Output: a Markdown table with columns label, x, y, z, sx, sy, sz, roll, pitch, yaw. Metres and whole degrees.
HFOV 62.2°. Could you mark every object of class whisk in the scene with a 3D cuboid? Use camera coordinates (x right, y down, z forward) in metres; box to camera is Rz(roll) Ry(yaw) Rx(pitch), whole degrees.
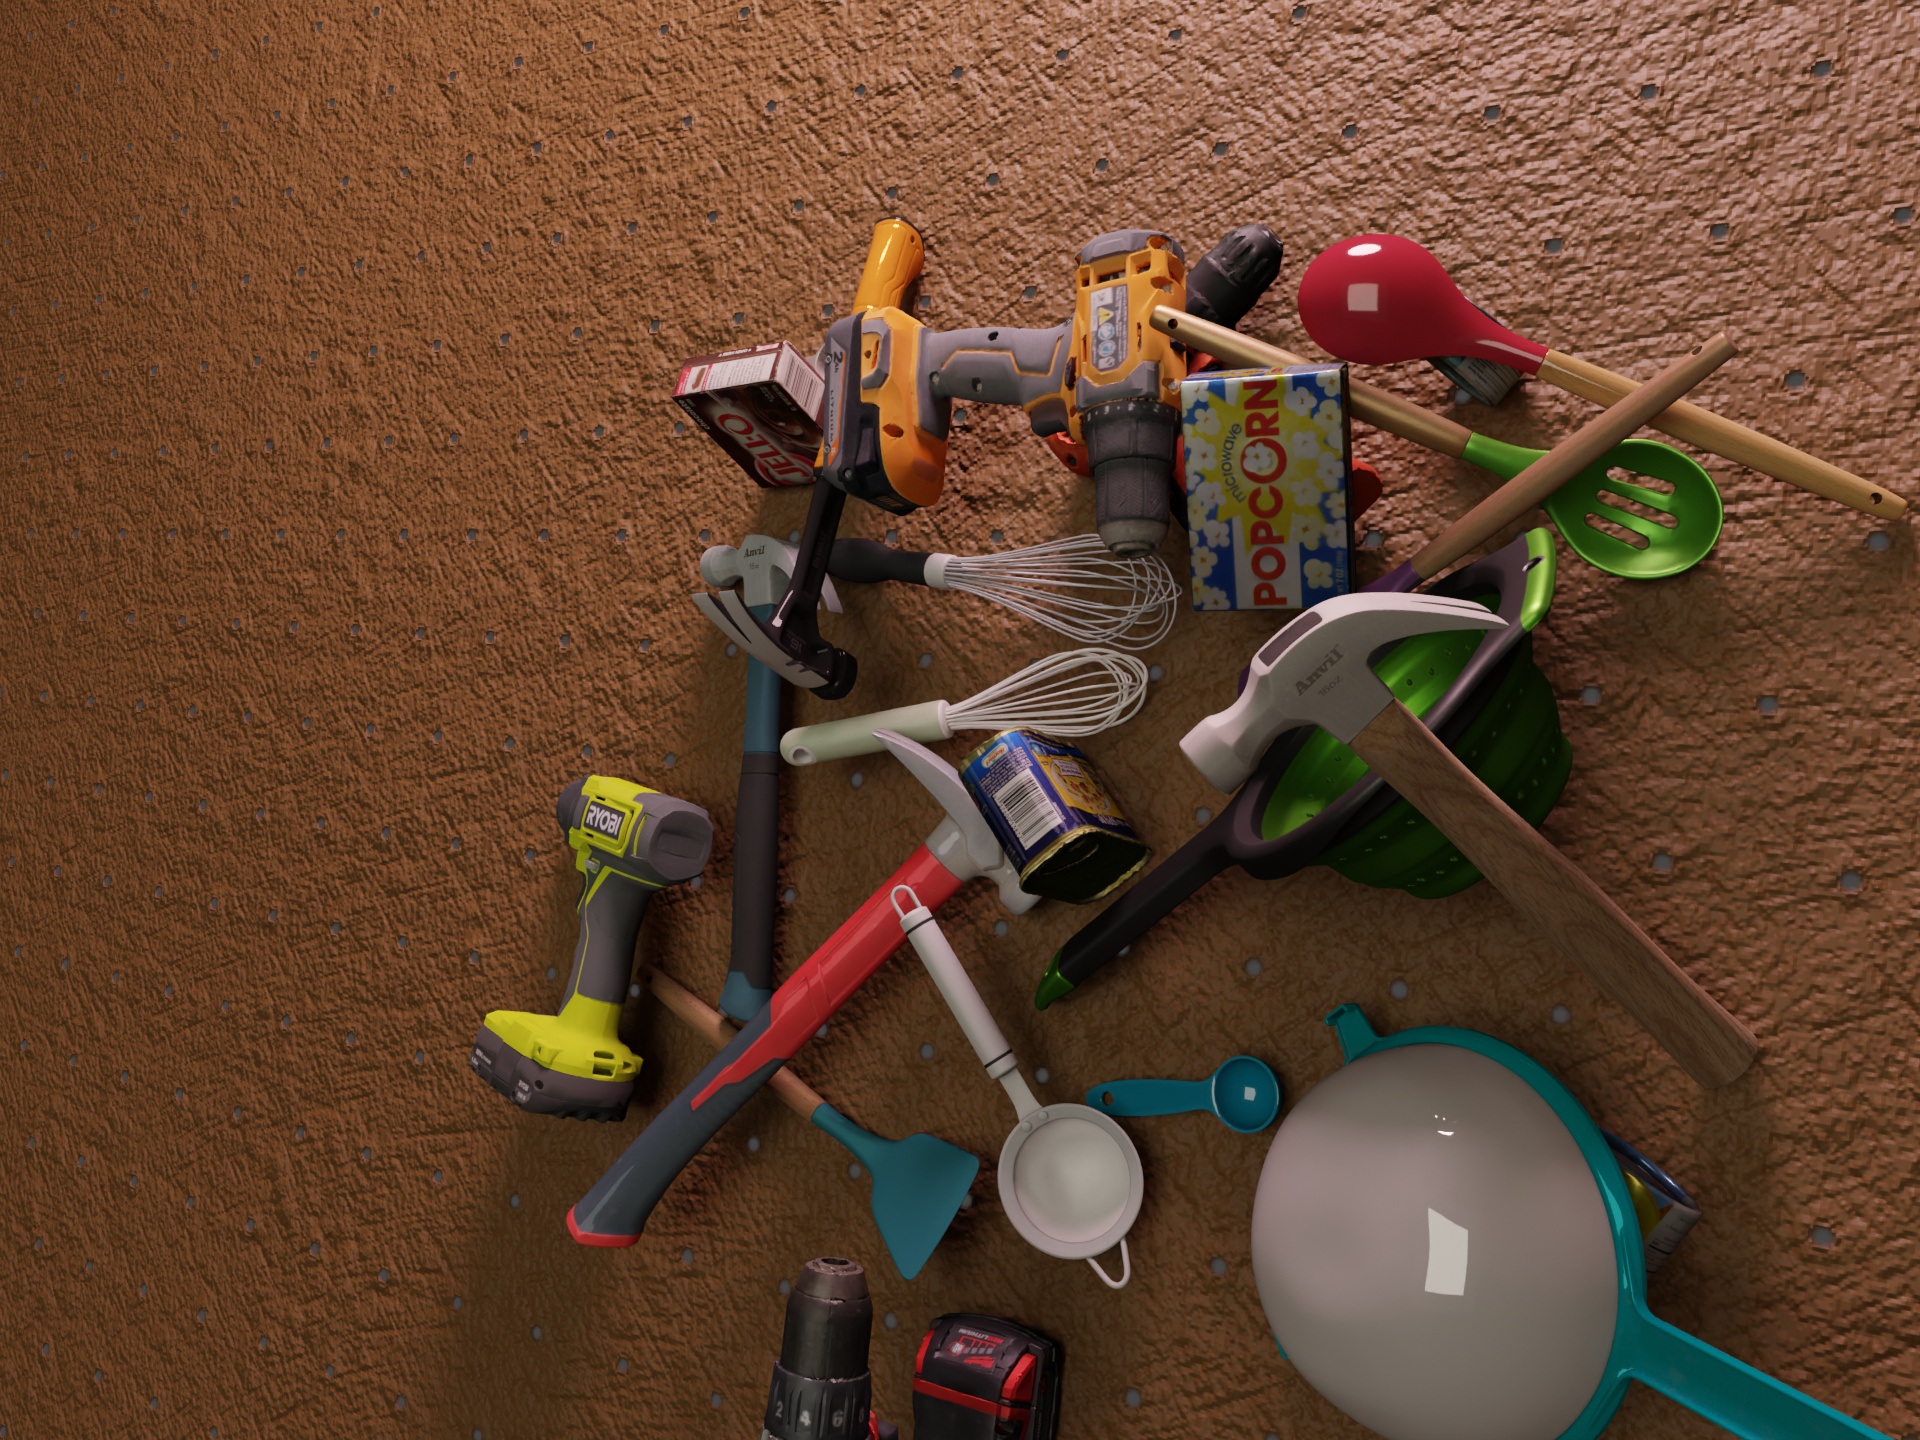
| label | x | y | z | sx | sy | sz | roll | pitch | yaw |
| --- | --- | --- | --- | --- | --- | --- | --- | --- | --- |
| whisk | -0.002 | -0.003 | 0.990 | 0.246 | 0.057 | 0.059 | -11 | 38 | 20 |
| whisk | 0.015 | -0.090 | 1.010 | 0.285 | 0.070 | 0.070 | 11 | 87 | 37 |

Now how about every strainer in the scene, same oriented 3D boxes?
| label | x | y | z | sx | sy | sz | roll | pitch | yaw |
| --- | --- | --- | --- | --- | --- | --- | --- | --- | --- |
| strainer | 0.238 | 0.260 | 0.703 | 0.340 | 0.095 | 0.211 | 14 | 96 | 59 |
| strainer | 0.030 | 0.206 | 0.927 | 0.087 | 0.050 | 0.258 | -34 | 79 | 13 |

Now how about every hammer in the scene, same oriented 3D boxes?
| label | x | y | z | sx | sy | sz | roll | pitch | yaw |
| --- | --- | --- | --- | --- | --- | --- | --- | --- | --- |
| hammer | -0.137 | 0.037 | 1.081 | 0.128 | 0.033 | 0.331 | -4 | 81 | 46 |
| hammer | -0.123 | 0.181 | 0.995 | 0.143 | 0.038 | 0.386 | 44 | 99 | 1 |
| hammer | 0.254 | 0.064 | 0.710 | 0.130 | 0.331 | 0.031 | -46 | 21 | 12 |
| hammer | -0.080 | -0.189 | 1.029 | 0.034 | 0.127 | 0.337 | -3 | 64 | 35 |

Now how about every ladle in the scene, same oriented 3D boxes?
| label | x | y | z | sx | sy | sz | roll | pitch | yaw |
| --- | --- | --- | --- | --- | --- | --- | --- | --- | --- |
| ladle | 0.318 | -0.169 | 0.803 | 0.315 | 0.031 | 0.069 | 27 | 98 | 13 |

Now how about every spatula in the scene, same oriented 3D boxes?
| label | x | y | z | sx | sy | sz | roll | pitch | yaw |
| --- | --- | --- | --- | --- | --- | --- | --- | --- | --- |
| spatula | 0.259 | -0.092 | 0.828 | 0.316 | 0.018 | 0.060 | -40 | 25 | 35 |
| spatula | -0.114 | 0.238 | 1.032 | 0.318 | 0.044 | 0.082 | 29 | 86 | 33 |

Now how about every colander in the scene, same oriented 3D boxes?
| label | x | y | z | sx | sy | sz | roll | pitch | yaw |
| --- | --- | --- | --- | --- | --- | --- | --- | --- | --- |
| colander | 0.189 | 0.070 | 0.849 | 0.094 | 0.205 | 0.397 | 41 | 124 | -5 |

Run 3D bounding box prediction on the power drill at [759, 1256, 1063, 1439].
| label | x | y | z | sx | sy | sz | roll | pitch | yaw |
| --- | --- | --- | --- | --- | --- | --- | --- | --- | --- |
| power drill | -0.032 | 0.373 | 0.848 | 0.080 | 0.226 | 0.188 | 2 | 83 | 31 |

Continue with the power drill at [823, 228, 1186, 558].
| label | x | y | z | sx | sy | sz | roll | pitch | yaw |
| --- | --- | --- | --- | --- | --- | --- | --- | --- | --- |
| power drill | 0.030 | -0.177 | 0.947 | 0.226 | 0.084 | 0.185 | -6 | 79 | 30 |

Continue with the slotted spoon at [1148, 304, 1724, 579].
| label | x | y | z | sx | sy | sz | roll | pitch | yaw |
| --- | --- | --- | --- | --- | --- | --- | --- | --- | --- |
| slotted spoon | 0.244 | -0.158 | 0.842 | 0.314 | 0.031 | 0.070 | 25 | 108 | 12 |

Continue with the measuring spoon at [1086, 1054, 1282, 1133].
| label | x | y | z | sx | sy | sz | roll | pitch | yaw |
| --- | --- | --- | --- | --- | --- | --- | --- | --- | --- |
| measuring spoon | 0.129 | 0.214 | 0.909 | 0.128 | 0.021 | 0.042 | -13 | 74 | 38 |

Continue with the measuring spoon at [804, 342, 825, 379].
| label | x | y | z | sx | sy | sz | roll | pitch | yaw |
| --- | --- | --- | --- | --- | --- | --- | --- | --- | --- |
| measuring spoon | -0.120 | -0.249 | 1.145 | 0.124 | 0.018 | 0.034 | -3 | 82 | 38 |

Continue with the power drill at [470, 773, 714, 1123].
| label | x | y | z | sx | sy | sz | roll | pitch | yaw |
| --- | --- | --- | --- | --- | --- | --- | --- | --- | --- |
| power drill | -0.260 | 0.151 | 1.110 | 0.171 | 0.080 | 0.223 | 11 | 84 | 50 |
